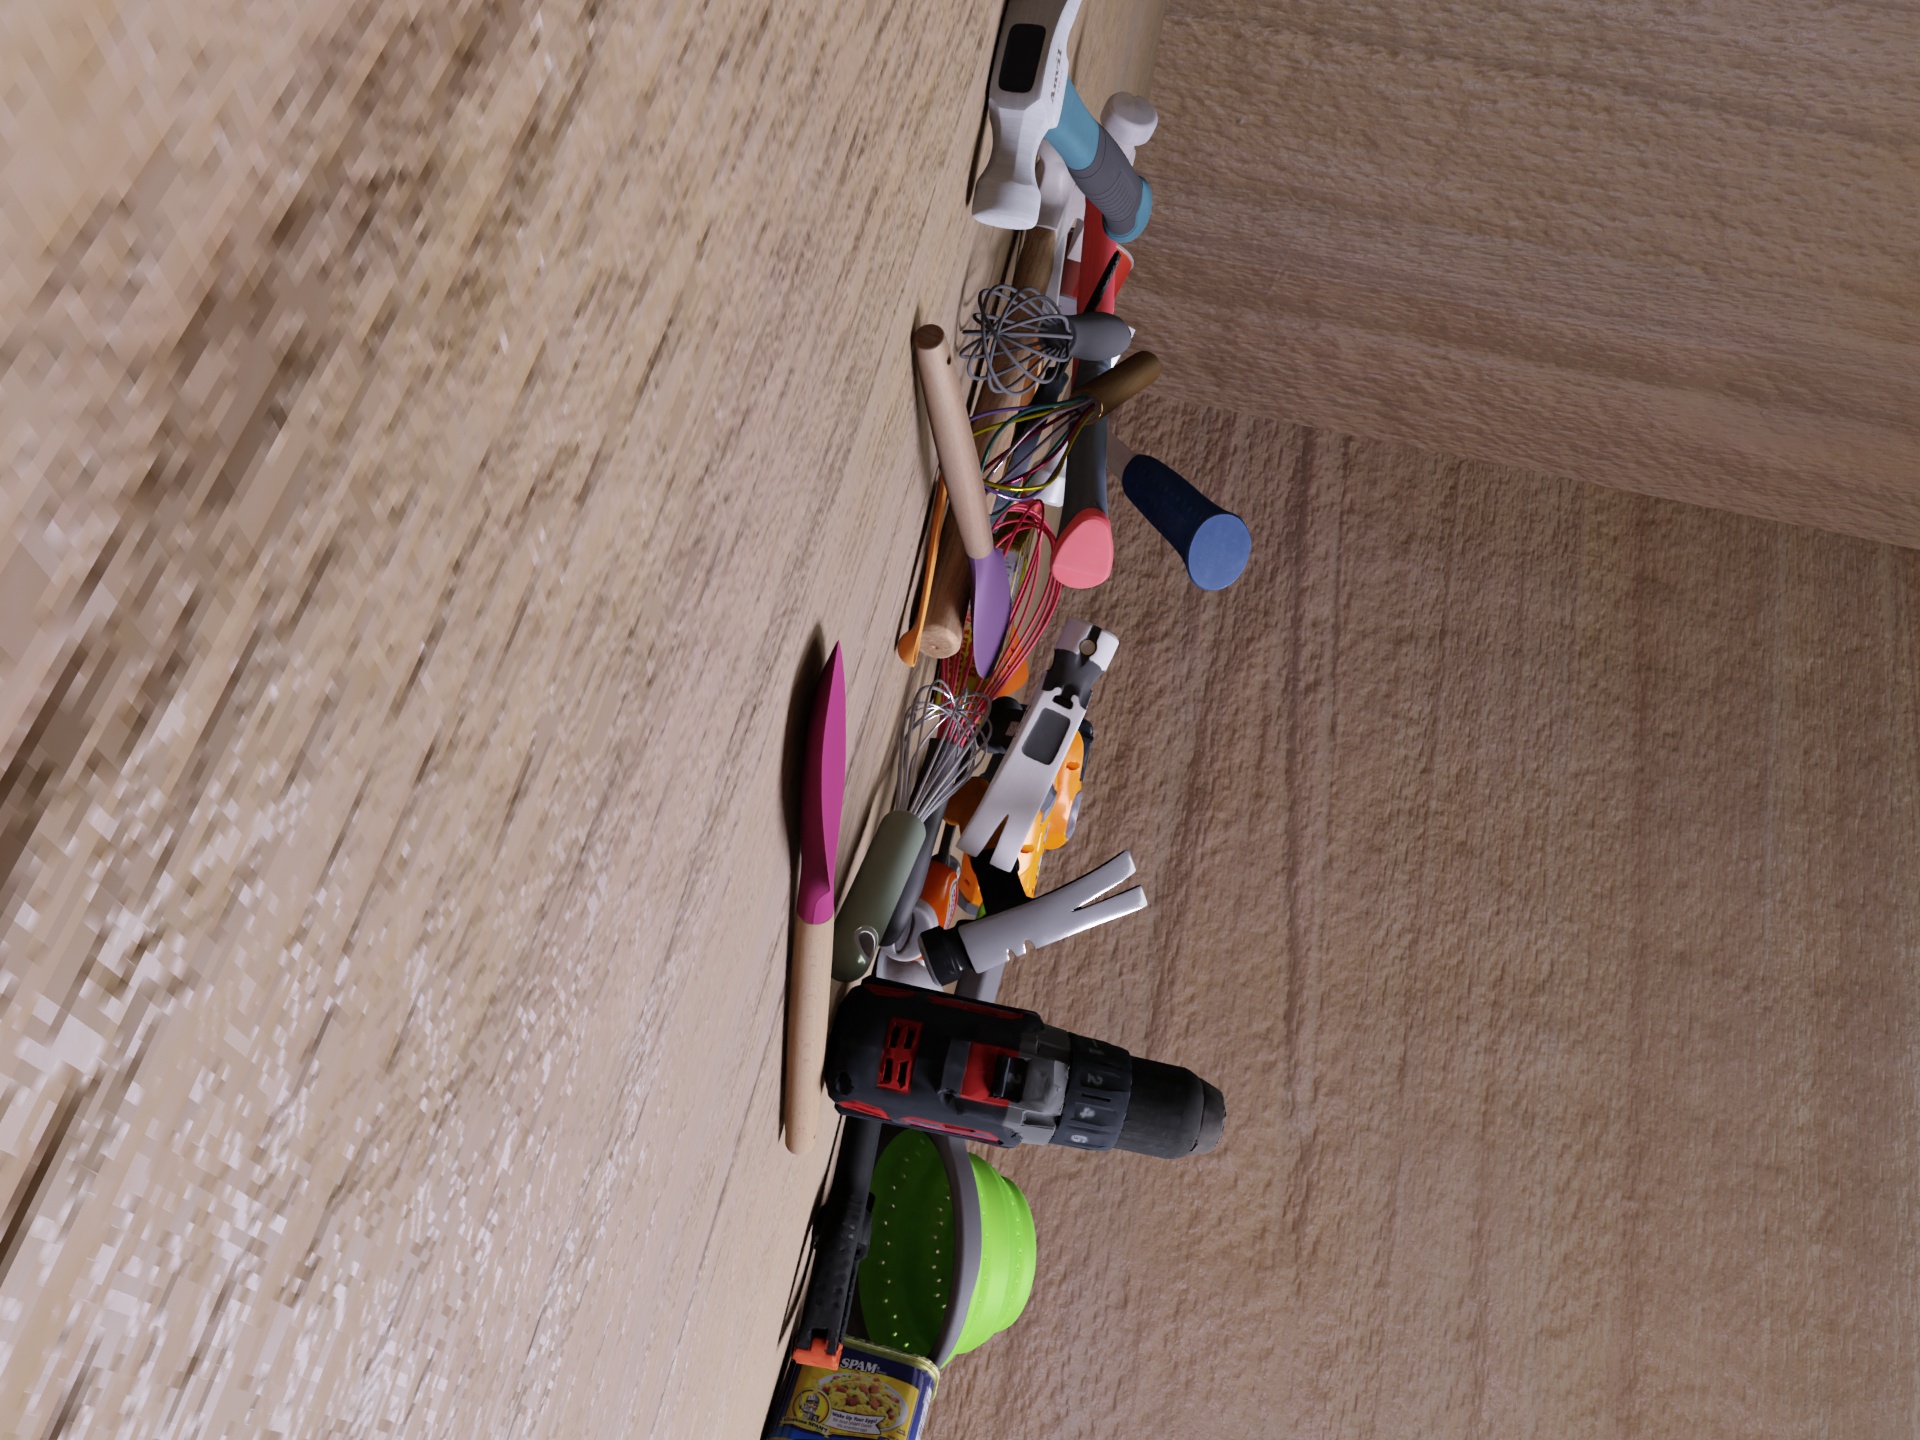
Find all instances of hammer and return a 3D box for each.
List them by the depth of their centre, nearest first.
[{"bbox_3d":[0.065,-0.301,0.840,0.331,0.033,0.128,-27,127,-74],"label":"hammer"},{"bbox_3d":[0.023,-0.185,0.914,0.130,0.031,0.331,93,10,-66],"label":"hammer"},{"bbox_3d":[0.111,-0.166,1.019,0.406,0.035,0.144,-111,-141,-68],"label":"hammer"},{"bbox_3d":[0.027,0.082,1.023,0.337,0.127,0.034,-114,-178,-79],"label":"hammer"},{"bbox_3d":[0.035,0.013,1.042,0.335,0.035,0.146,-175,-70,-86],"label":"hammer"},{"bbox_3d":[0.082,-0.239,1.055,0.143,0.038,0.387,121,-20,-55],"label":"hammer"},{"bbox_3d":[0.019,-0.035,1.327,0.149,0.037,0.359,78,25,-81],"label":"hammer"}]

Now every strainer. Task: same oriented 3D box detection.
[{"bbox_3d":[-0.033,0.176,1.164,0.258,0.050,0.086,-84,161,-74],"label":"strainer"}]

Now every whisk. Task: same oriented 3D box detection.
[{"bbox_3d":[-0.029,0.053,0.847,0.057,0.059,0.246,60,28,-23],"label":"whisk"},{"bbox_3d":[0.055,-0.206,0.859,0.239,0.055,0.055,-32,136,-65],"label":"whisk"},{"bbox_3d":[0.064,-0.166,0.884,0.245,0.047,0.051,-42,128,-53],"label":"whisk"},{"bbox_3d":[-0.002,-0.003,0.976,0.073,0.073,0.296,84,25,-78],"label":"whisk"}]

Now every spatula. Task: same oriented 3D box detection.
[{"bbox_3d":[0.005,-0.094,0.769,0.315,0.018,0.060,73,33,-68],"label":"spatula"},{"bbox_3d":[0.048,-0.179,1.238,0.081,0.041,0.322,-25,127,-63],"label":"spatula"}]

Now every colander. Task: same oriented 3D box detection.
[{"bbox_3d":[0.012,0.309,1.151,0.205,0.094,0.397,30,-74,63],"label":"colander"}]

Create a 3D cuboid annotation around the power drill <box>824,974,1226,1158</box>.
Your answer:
[{"bbox_3d":[0.021,0.182,0.818,0.226,0.188,0.080,125,-23,-77],"label":"power drill"}]

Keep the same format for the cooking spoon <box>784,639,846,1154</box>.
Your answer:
[{"bbox_3d":[-0.061,0.093,0.652,0.318,0.017,0.069,98,-3,-45],"label":"cooking spoon"}]

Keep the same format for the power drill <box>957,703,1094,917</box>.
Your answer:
[{"bbox_3d":[0.055,0.055,1.314,0.226,0.084,0.164,-51,153,-73],"label":"power drill"}]

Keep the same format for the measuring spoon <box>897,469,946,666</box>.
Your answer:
[{"bbox_3d":[-0.018,-0.084,0.811,0.021,0.011,0.117,86,13,-75],"label":"measuring spoon"}]
